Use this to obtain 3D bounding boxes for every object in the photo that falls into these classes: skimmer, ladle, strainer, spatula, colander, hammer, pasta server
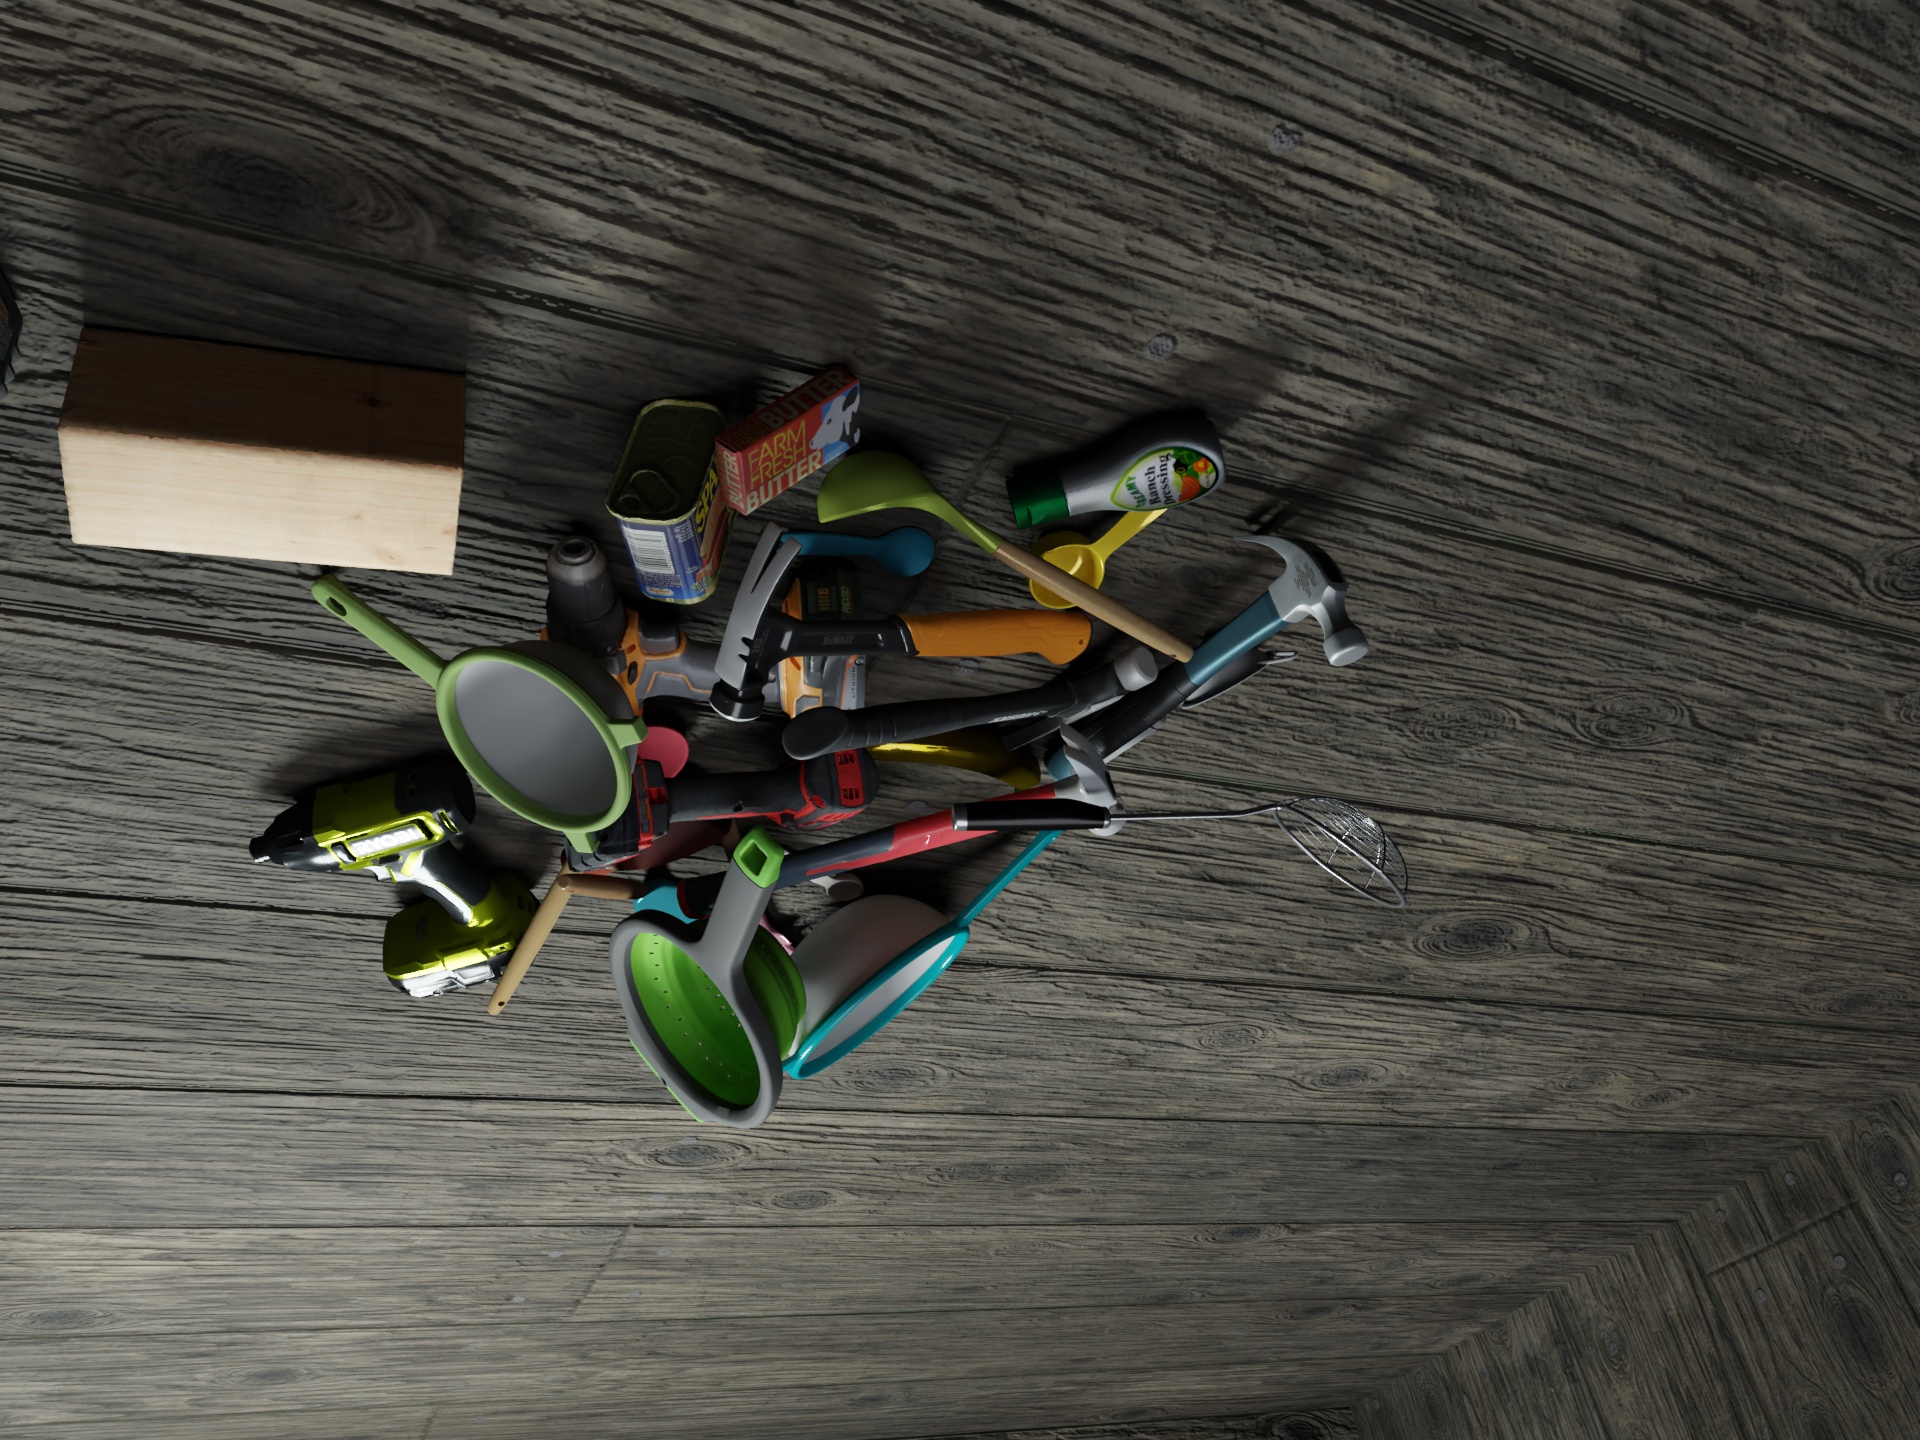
[{"bbox_3d":[0.174,0.106,1.263,0.363,0.090,0.127,0,177,-7],"label":"skimmer"},{"bbox_3d":[0.041,-0.100,1.113,0.320,0.062,0.078,26,165,-28],"label":"ladle"},{"bbox_3d":[-0.315,-0.032,1.075,0.256,0.069,0.151,35,135,2],"label":"strainer"},{"bbox_3d":[-0.275,0.152,1.336,0.082,0.044,0.317,-14,170,4],"label":"spatula"},{"bbox_3d":[0.166,-0.008,1.322,0.258,0.050,0.087,-37,-179,35],"label":"strainer"},{"bbox_3d":[-0.173,0.186,1.286,0.094,0.205,0.396,-33,161,-38],"label":"colander"},{"bbox_3d":[-0.064,0.095,1.317,0.386,0.038,0.143,-16,147,13],"label":"hammer"},{"bbox_3d":[-0.312,0.121,1.288,0.069,0.031,0.315,19,114,-35],"label":"ladle"},{"bbox_3d":[-0.189,0.163,1.438,0.060,0.040,0.316,-17,142,-8],"label":"pasta server"},{"bbox_3d":[0.174,-0.031,1.247,0.033,0.128,0.331,1,152,-38],"label":"hammer"},{"bbox_3d":[-0.002,-0.004,1.164,0.146,0.035,0.334,-28,168,38],"label":"hammer"},{"bbox_3d":[-0.054,0.185,1.466,0.340,0.095,0.211,-45,165,6],"label":"strainer"},{"bbox_3d":[-0.021,-0.067,1.109,0.336,0.034,0.127,-4,122,-46],"label":"hammer"}]

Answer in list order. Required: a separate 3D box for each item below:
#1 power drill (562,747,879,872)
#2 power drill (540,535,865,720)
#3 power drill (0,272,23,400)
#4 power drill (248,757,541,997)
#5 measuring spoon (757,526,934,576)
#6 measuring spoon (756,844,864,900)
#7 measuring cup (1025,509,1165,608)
[{"bbox_3d":[-0.185,0.061,1.210,0.219,0.078,0.143,-5,172,-27],"label":"power drill"},{"bbox_3d":[-0.182,-0.059,1.127,0.226,0.084,0.185,-2,140,-6],"label":"power drill"},{"bbox_3d":[-0.620,-0.221,0.790,0.228,0.080,0.190,-5,142,-6],"label":"power drill"},{"bbox_3d":[-0.449,0.130,1.292,0.171,0.080,0.223,-16,139,2],"label":"power drill"},{"bbox_3d":[-0.079,-0.117,1.123,0.128,0.021,0.042,1,140,-19],"label":"measuring spoon"},{"bbox_3d":[-0.137,0.130,1.435,0.034,0.018,0.124,-35,131,30],"label":"measuring spoon"},{"bbox_3d":[0.111,-0.143,1.153,0.156,0.029,0.062,-40,130,13],"label":"measuring cup"}]
